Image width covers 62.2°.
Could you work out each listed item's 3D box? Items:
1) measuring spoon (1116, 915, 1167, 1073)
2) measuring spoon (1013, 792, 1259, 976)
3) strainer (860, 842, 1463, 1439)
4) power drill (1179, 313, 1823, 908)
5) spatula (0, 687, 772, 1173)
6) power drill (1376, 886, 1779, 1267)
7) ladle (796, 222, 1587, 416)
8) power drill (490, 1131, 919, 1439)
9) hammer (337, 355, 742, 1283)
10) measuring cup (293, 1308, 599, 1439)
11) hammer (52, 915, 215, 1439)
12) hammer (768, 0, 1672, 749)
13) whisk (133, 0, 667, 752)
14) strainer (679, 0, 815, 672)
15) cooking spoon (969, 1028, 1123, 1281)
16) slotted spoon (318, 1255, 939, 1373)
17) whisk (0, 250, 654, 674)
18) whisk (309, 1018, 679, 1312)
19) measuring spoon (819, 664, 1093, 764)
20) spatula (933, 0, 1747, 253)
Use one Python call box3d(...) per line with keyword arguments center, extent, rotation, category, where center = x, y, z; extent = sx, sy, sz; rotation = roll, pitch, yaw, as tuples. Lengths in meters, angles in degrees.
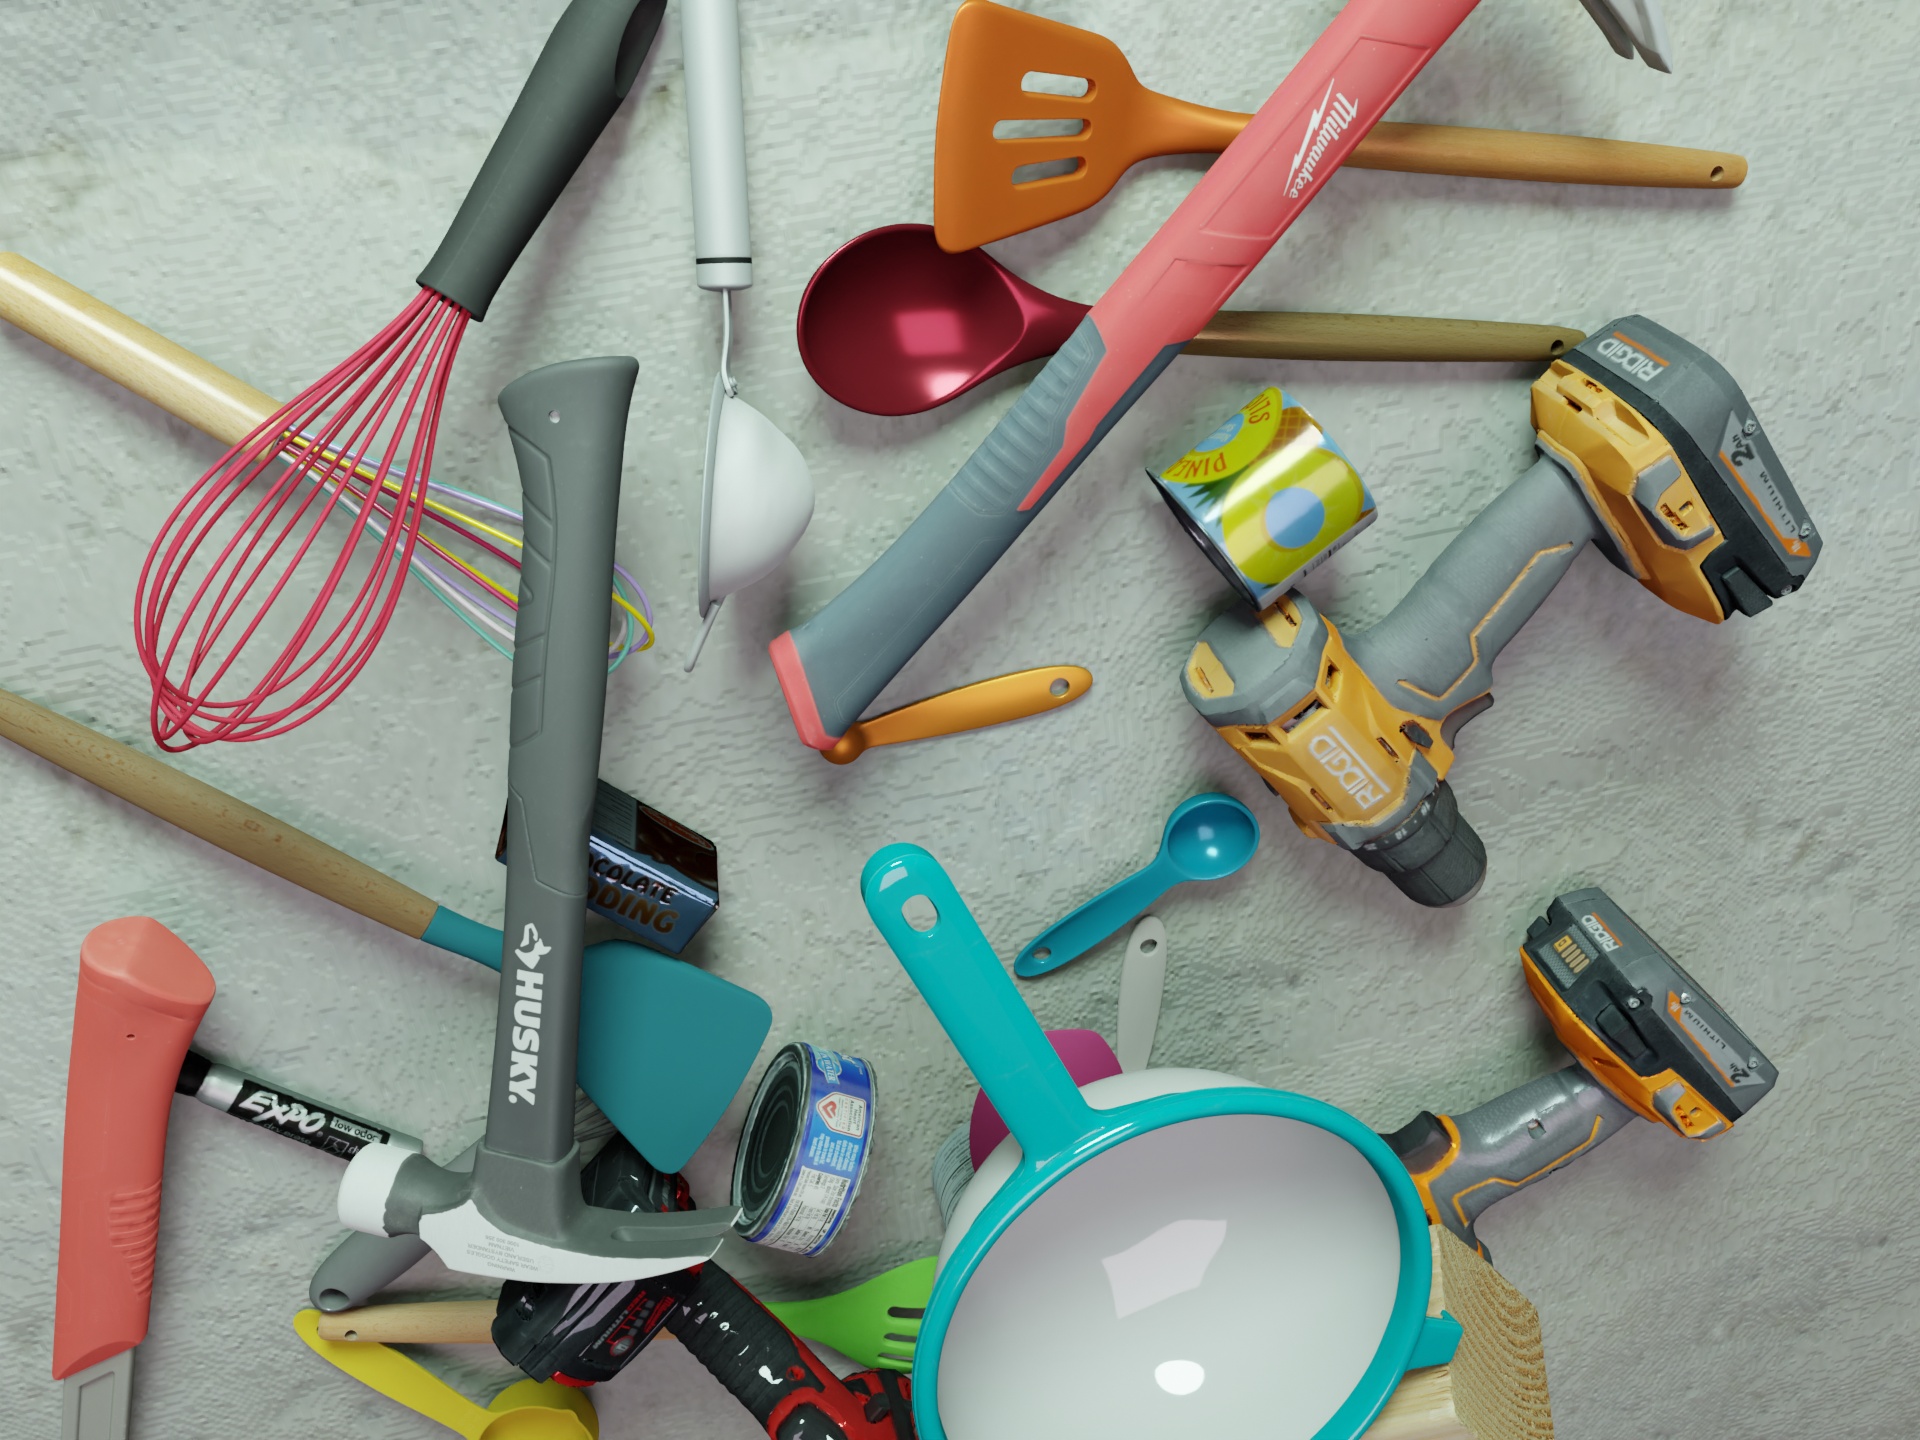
box3d(center=(0.083, 0.147, 0.732), extent=(0.034, 0.018, 0.124), rotation=(-1, 114, -11), category="measuring spoon")
box3d(center=(0.073, 0.072, 0.700), extent=(0.128, 0.021, 0.042), rotation=(-37, 117, 16), category="measuring spoon")
box3d(center=(0.043, 0.168, 0.611), extent=(0.211, 0.095, 0.340), rotation=(-32, 114, -4), category="strainer")
box3d(center=(0.226, -0.028, 0.650), extent=(0.226, 0.084, 0.185), rotation=(-40, 123, 12), category="power drill")
box3d(center=(-0.225, 0.067, 0.601), extent=(0.317, 0.044, 0.082), rotation=(30, 98, -15), category="spatula")
box3d(center=(0.246, 0.187, 0.752), extent=(0.164, 0.084, 0.226), rotation=(39, 106, -25), category="power drill")
box3d(center=(0.094, -0.146, 0.596), extent=(0.315, 0.031, 0.069), rotation=(-1, 120, -13), category="ladle")
box3d(center=(-0.084, 0.278, 0.665), extent=(0.219, 0.143, 0.078), rotation=(43, 85, -9), category="power drill")
box3d(center=(-0.137, 0.043, 0.550), extent=(0.146, 0.035, 0.334), rotation=(10, 104, 9), category="hammer")
box3d(center=(-0.238, 0.309, 0.741), extent=(0.156, 0.029, 0.062), rotation=(37, 101, -12), category="measuring cup")
box3d(center=(-0.362, 0.233, 0.653), extent=(0.149, 0.037, 0.359), rotation=(10, 117, -16), category="hammer")
box3d(center=(0.074, -0.131, 0.561), extent=(0.143, 0.038, 0.386), rotation=(31, 109, -34), category="hammer")
box3d(center=(-0.173, -0.117, 0.506), extent=(0.073, 0.073, 0.296), rotation=(31, 87, -23), category="whisk")
box3d(center=(-0.078, -0.143, 0.539), extent=(0.050, 0.087, 0.258), rotation=(-2, 104, -2), category="strainer")
box3d(center=(0.036, 0.275, 0.714), extent=(0.068, 0.017, 0.318), rotation=(-3, 113, -10), category="cooking spoon")
box3d(center=(-0.132, 0.281, 0.741), extent=(0.313, 0.031, 0.070), rotation=(5, 112, -13), category="slotted spoon")
box3d(center=(-0.217, -0.084, 0.553), extent=(0.244, 0.047, 0.051), rotation=(30, 93, -18), category="whisk")
box3d(center=(-0.191, 0.185, 0.679), extent=(0.239, 0.055, 0.055), rotation=(-38, 116, 12), category="whisk")
box3d(center=(-0.001, -0.002, 0.649), extent=(0.117, 0.011, 0.021), rotation=(-14, 116, -5), category="measuring spoon")
box3d(center=(0.145, -0.205, 0.571), extent=(0.322, 0.041, 0.081), rotation=(-1, 120, -13), category="spatula")
